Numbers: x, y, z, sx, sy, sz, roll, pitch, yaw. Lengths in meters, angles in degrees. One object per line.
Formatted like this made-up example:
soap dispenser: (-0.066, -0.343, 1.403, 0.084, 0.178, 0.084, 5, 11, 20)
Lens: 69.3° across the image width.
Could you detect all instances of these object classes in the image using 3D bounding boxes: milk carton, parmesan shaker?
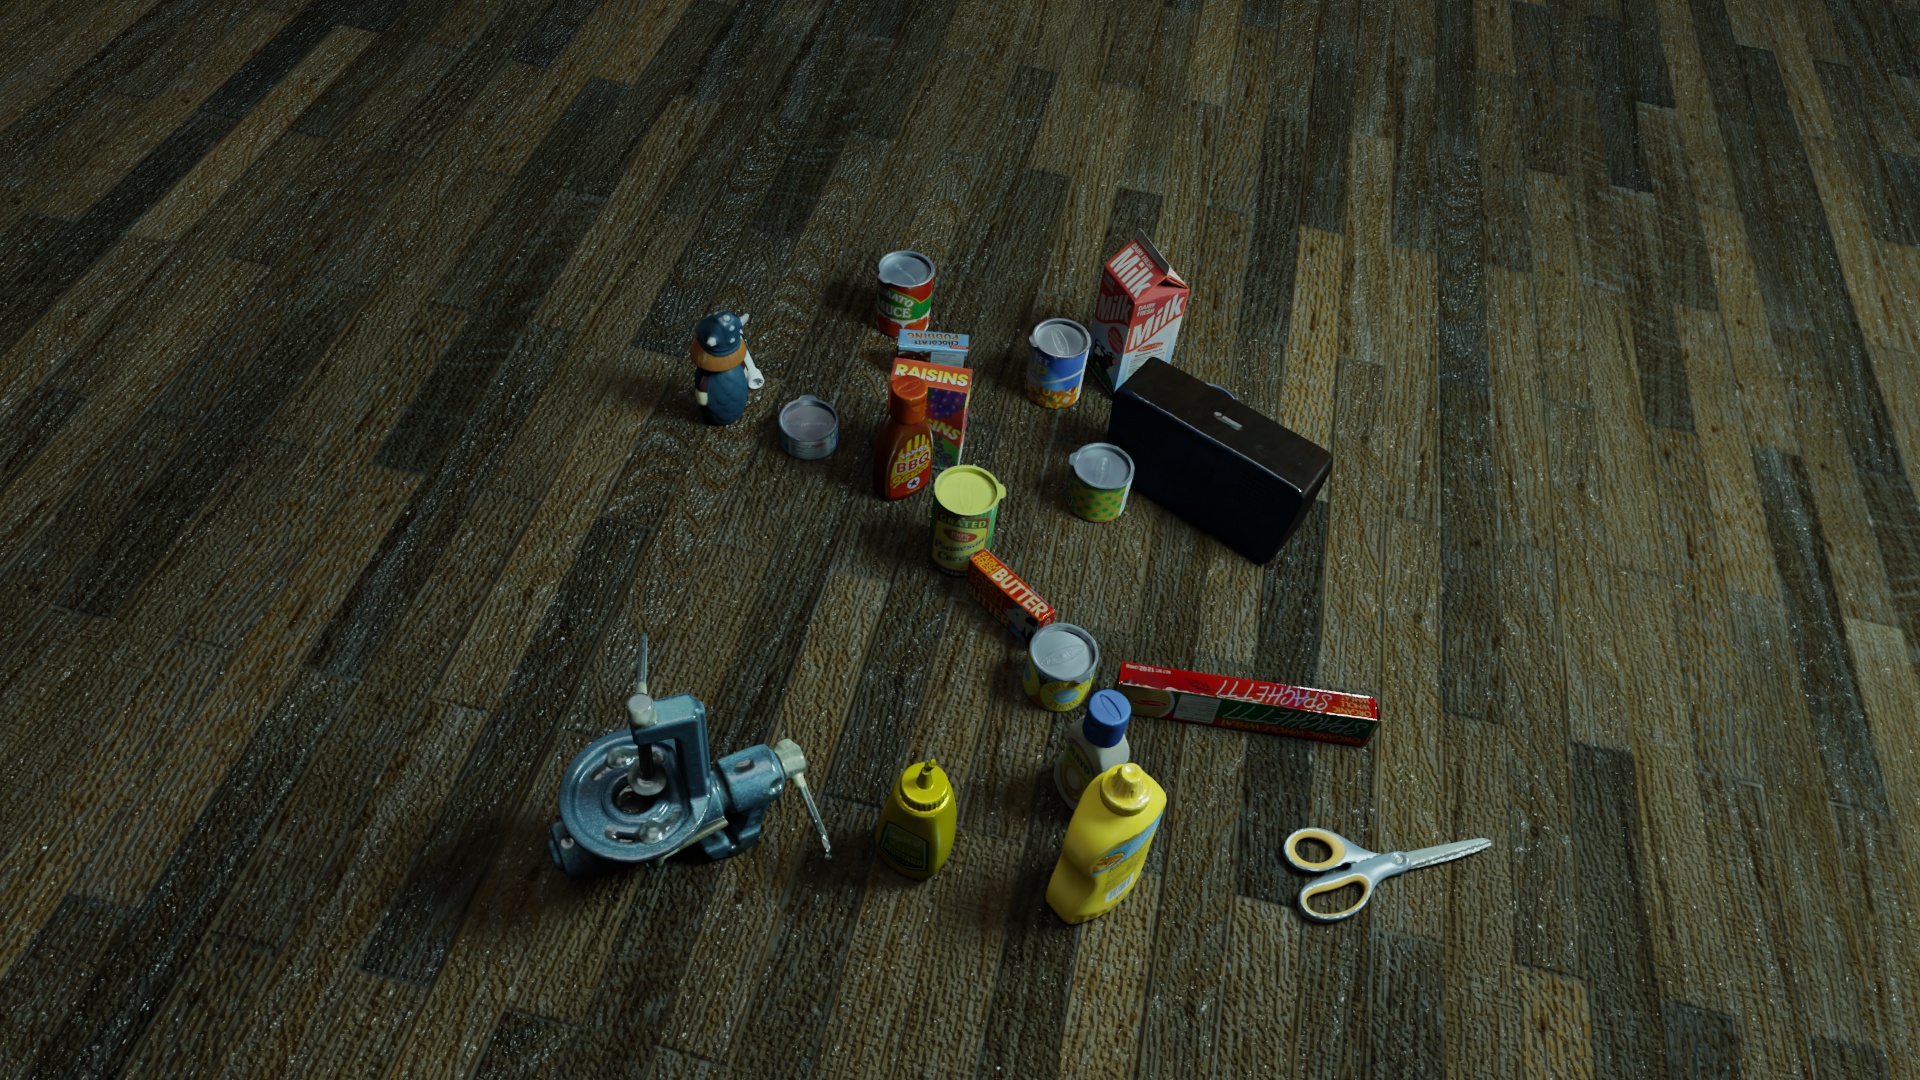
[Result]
milk carton: (0.202, -0.257, 1.576, 0.073, 0.189, 0.072, -17, 54, -20)
parmesan shaker: (0.005, -0.018, 1.407, 0.071, 0.102, 0.072, 3, 50, -4)

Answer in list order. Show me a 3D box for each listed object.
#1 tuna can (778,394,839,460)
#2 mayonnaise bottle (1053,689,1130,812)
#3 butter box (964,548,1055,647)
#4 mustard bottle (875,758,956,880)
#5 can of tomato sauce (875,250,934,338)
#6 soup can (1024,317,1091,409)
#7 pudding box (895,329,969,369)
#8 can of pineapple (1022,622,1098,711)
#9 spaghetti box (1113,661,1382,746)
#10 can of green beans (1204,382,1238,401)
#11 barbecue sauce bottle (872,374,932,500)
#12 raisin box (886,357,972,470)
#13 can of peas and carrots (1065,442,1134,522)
tuna can: (-0.166, -0.124, 1.522, 0.071, 0.032, 0.071, 3, 50, -4)
mayonnaise bottle: (0.118, 0.186, 1.220, 0.041, 0.147, 0.065, -23, 56, -23)
butter box: (0.048, 0.058, 1.381, 0.024, 0.052, 0.104, -33, 61, -29)
mustard bottle: (-0.035, 0.226, 1.159, 0.065, 0.159, 0.049, 23, 51, 13)
can of tomato sauce: (-0.068, -0.289, 1.640, 0.071, 0.082, 0.071, 3, 50, -4)
soup can: (0.107, -0.201, 1.587, 0.071, 0.083, 0.072, 3, 50, -4)
pudding box: (-0.033, -0.214, 1.603, 0.084, 0.049, 0.030, 4, 50, -4)
can of pineapple: (0.095, 0.123, 1.329, 0.071, 0.057, 0.071, 3, 50, -4)
spaghetti box: (0.271, 0.157, 1.326, 0.250, 0.049, 0.029, 8, 50, 0)
can of green beans: (0.276, -0.135, 1.568, 0.071, 0.057, 0.071, 3, 50, -4)
barbecue sauce bottle: (-0.058, -0.108, 1.446, 0.065, 0.147, 0.044, -26, 57, -25)
raisin box: (-0.036, -0.134, 1.487, 0.086, 0.122, 0.040, 10, 50, 2)
can of peas and carrots: (0.146, -0.062, 1.490, 0.071, 0.058, 0.071, 3, 50, -4)
